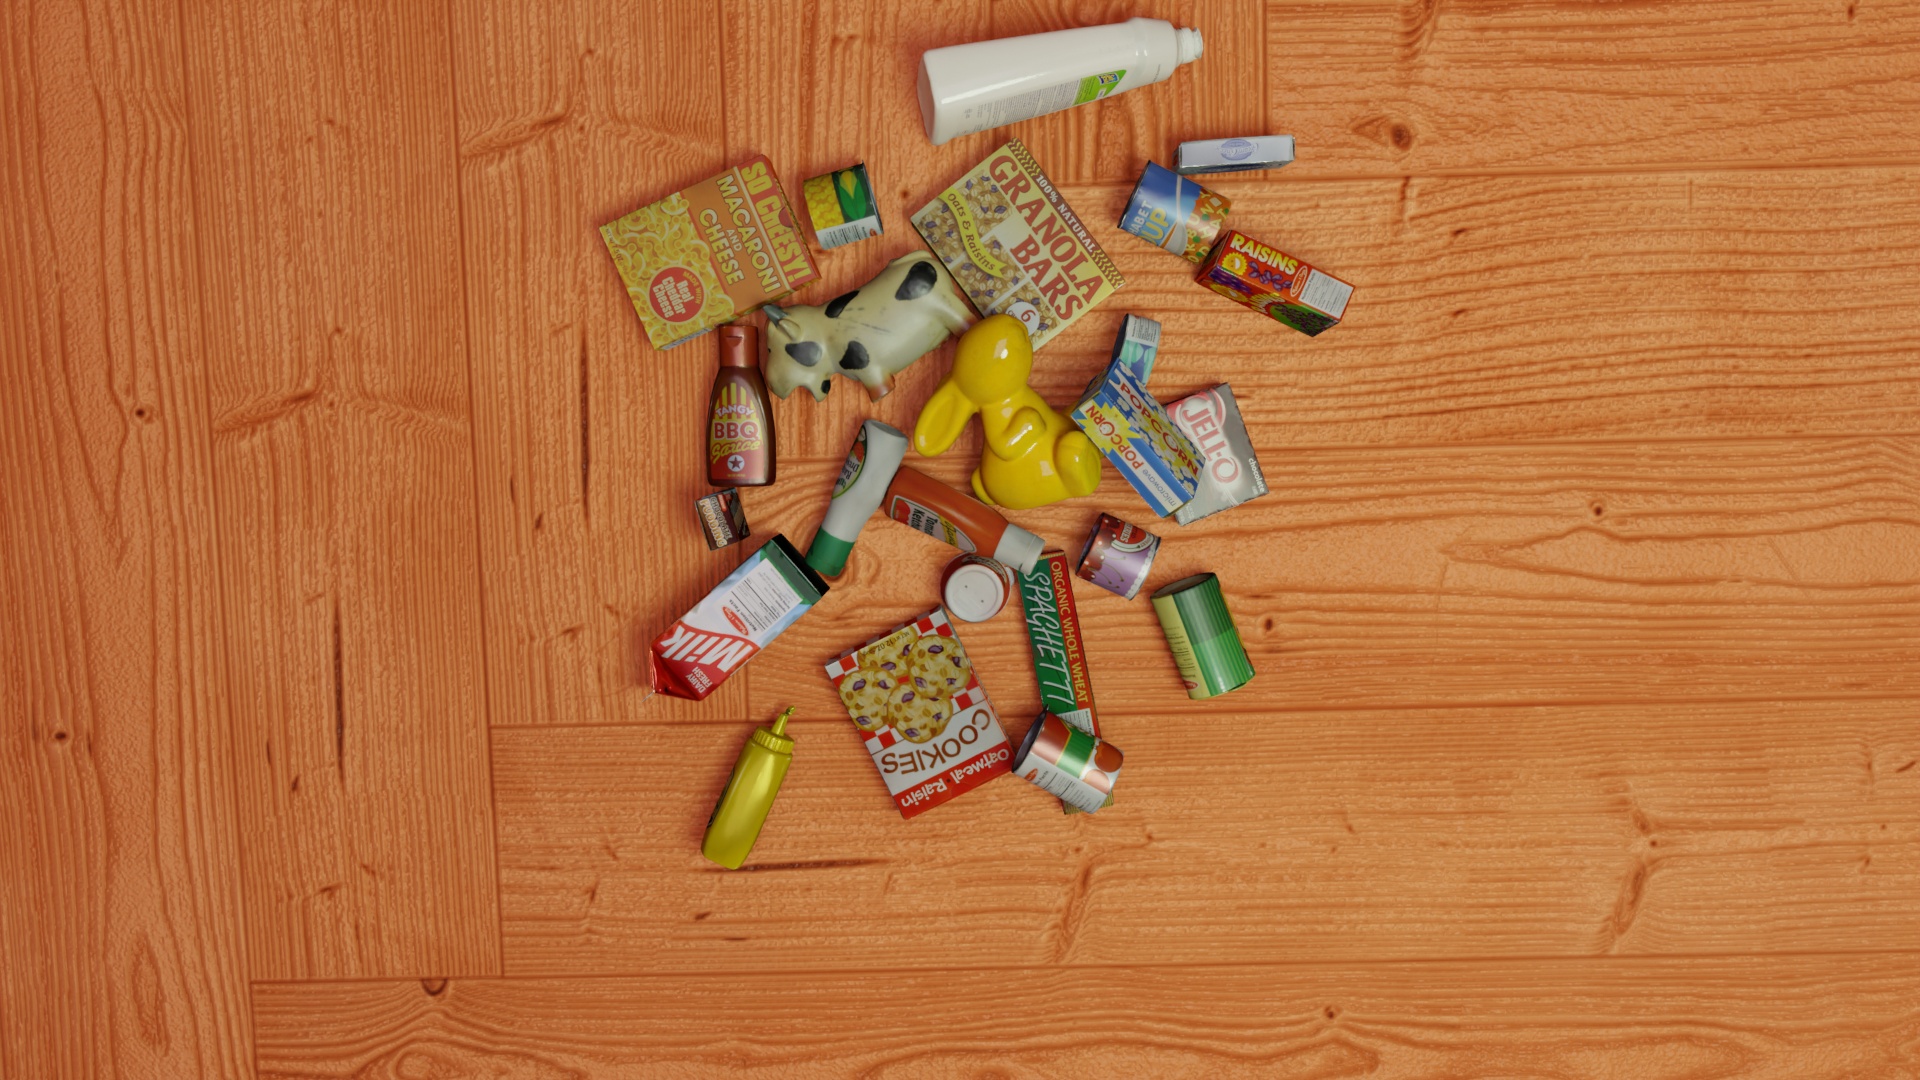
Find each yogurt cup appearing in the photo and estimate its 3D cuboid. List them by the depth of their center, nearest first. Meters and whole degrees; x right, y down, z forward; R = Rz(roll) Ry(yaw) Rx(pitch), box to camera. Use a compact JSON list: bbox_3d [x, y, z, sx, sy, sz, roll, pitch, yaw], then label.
[{"bbox_3d":[0.013,0.046,1.296,0.072,0.054,0.072,0,95,2],"label":"yogurt cup"}]

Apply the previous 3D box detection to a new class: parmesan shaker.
[{"bbox_3d":[0.226,0.088,1.288,0.071,0.071,0.103,-22,94,3],"label":"parmesan shaker"}]

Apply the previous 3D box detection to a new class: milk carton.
[{"bbox_3d":[-0.219,0.083,1.293,0.190,0.072,0.073,-41,93,3],"label":"milk carton"}]

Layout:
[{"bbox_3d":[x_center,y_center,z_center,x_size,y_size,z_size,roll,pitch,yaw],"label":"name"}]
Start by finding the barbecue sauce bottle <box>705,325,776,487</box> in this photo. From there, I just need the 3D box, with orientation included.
[{"bbox_3d":[-0.204,-0.124,1.289,0.065,0.044,0.148,0,95,7],"label":"barbecue sauce bottle"}]

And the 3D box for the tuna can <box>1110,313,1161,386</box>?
[{"bbox_3d":[0.158,-0.170,1.271,0.033,0.071,0.071,14,95,-2],"label":"tuna can"}]

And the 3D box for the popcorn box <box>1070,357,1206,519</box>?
[{"bbox_3d":[0.158,-0.090,1.219,0.038,0.085,0.126,-37,101,31],"label":"popcorn box"}]

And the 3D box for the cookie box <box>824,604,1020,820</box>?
[{"bbox_3d":[-0.035,0.163,1.313,0.123,0.040,0.167,-26,94,3],"label":"cookie box"}]

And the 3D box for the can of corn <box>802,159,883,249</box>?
[{"bbox_3d":[-0.107,-0.305,1.262,0.058,0.071,0.071,-16,95,2],"label":"can of corn"}]

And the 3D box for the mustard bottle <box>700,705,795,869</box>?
[{"bbox_3d":[-0.194,0.227,1.312,0.049,0.065,0.160,24,89,-7],"label":"mustard bottle"}]

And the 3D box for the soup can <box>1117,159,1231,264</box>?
[{"bbox_3d":[0.192,-0.294,1.258,0.084,0.071,0.071,25,95,-2],"label":"soup can"}]

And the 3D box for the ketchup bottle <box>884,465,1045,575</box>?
[{"bbox_3d":[0.005,-0.016,1.279,0.149,0.064,0.044,25,64,6],"label":"ketchup bottle"}]

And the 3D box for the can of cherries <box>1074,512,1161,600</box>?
[{"bbox_3d":[0.146,0.012,1.284,0.058,0.071,0.071,25,95,0],"label":"can of cherries"}]

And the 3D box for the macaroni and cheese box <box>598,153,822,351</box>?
[{"bbox_3d":[-0.229,-0.263,1.279,0.166,0.040,0.123,-24,95,3],"label":"macaroni and cheese box"}]

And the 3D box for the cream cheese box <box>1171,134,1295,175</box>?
[{"bbox_3d":[0.246,-0.349,1.260,0.104,0.053,0.024,-4,97,1],"label":"cream cheese box"}]

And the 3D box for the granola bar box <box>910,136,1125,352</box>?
[{"bbox_3d":[0.053,-0.265,1.276,0.124,0.039,0.165,-37,93,4],"label":"granola bar box"}]

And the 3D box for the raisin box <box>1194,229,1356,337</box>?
[{"bbox_3d":[0.282,-0.230,1.253,0.123,0.086,0.040,25,89,-2],"label":"raisin box"}]

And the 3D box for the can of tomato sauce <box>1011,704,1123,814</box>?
[{"bbox_3d":[0.099,0.201,1.273,0.083,0.071,0.071,29,95,-2],"label":"can of tomato sauce"}]

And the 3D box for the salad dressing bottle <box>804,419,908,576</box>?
[{"bbox_3d":[-0.099,-0.038,1.289,0.044,0.064,0.147,21,104,-24],"label":"salad dressing bottle"}]

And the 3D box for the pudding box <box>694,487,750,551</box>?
[{"bbox_3d":[-0.219,-0.020,1.279,0.030,0.084,0.049,-18,94,0],"label":"pudding box"}]

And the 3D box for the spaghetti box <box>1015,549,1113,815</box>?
[{"bbox_3d":[0.098,0.133,1.315,0.050,0.029,0.249,-11,95,2],"label":"spaghetti box"}]
